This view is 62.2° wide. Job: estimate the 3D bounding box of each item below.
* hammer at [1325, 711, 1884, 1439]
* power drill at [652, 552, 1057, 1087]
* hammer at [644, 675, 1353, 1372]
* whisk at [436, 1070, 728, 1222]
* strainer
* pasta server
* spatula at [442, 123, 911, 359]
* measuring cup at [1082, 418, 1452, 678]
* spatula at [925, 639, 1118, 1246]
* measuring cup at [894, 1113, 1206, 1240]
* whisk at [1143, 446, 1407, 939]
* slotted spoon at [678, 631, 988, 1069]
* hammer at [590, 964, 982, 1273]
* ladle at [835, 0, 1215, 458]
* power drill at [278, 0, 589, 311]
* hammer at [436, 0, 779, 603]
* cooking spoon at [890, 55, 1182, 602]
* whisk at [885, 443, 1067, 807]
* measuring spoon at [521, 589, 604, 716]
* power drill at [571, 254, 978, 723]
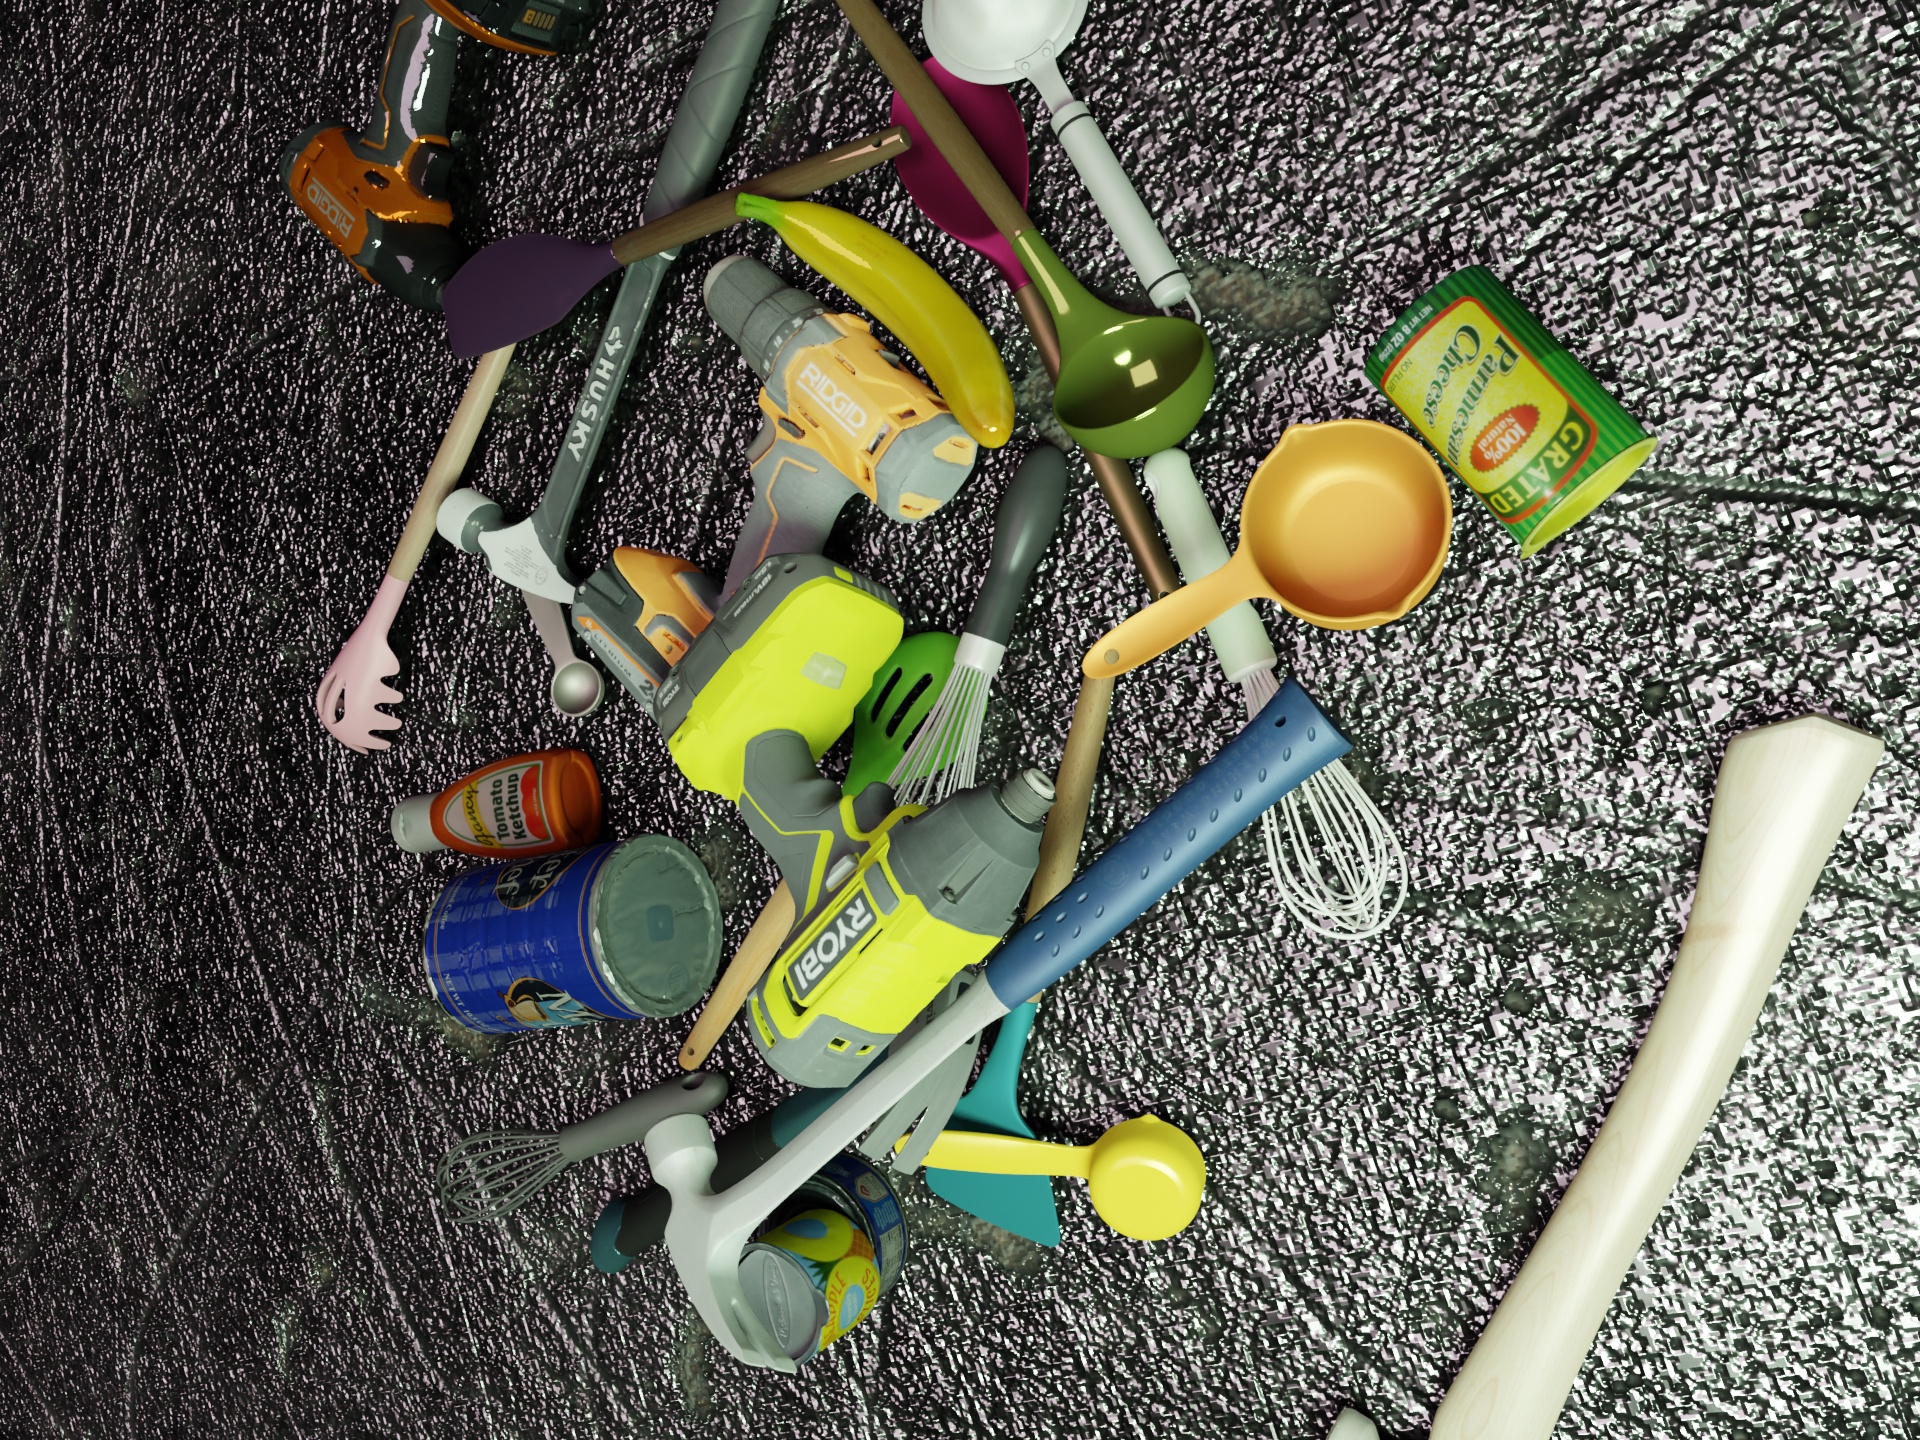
[{"bbox_3d":[0.288,0.194,0.665,0.146,0.038,0.410,26,106,25],"label":"hammer"},{"bbox_3d":[-0.052,0.031,0.733,0.171,0.080,0.223,-48,46,19],"label":"power drill"},{"bbox_3d":[0.012,0.133,0.723,0.405,0.035,0.144,-43,45,14],"label":"hammer"},{"bbox_3d":[-0.234,0.256,0.972,0.239,0.055,0.055,-25,81,24],"label":"whisk"},{"bbox_3d":[0.050,-0.297,0.765,0.087,0.050,0.258,-30,82,14],"label":"strainer"},{"bbox_3d":[-0.343,-0.115,1.017,0.060,0.040,0.316,36,107,23],"label":"pasta server"},{"bbox_3d":[-0.166,-0.265,0.865,0.316,0.018,0.060,-11,90,27],"label":"spatula"},{"bbox_3d":[0.135,-0.062,0.706,0.173,0.052,0.095,-30,77,15],"label":"measuring cup"},{"bbox_3d":[0.042,0.115,0.811,0.082,0.044,0.317,16,97,28],"label":"spatula"},{"bbox_3d":[0.042,0.223,0.784,0.156,0.029,0.062,3,108,9],"label":"measuring cup"},{"bbox_3d":[0.139,-0.016,0.734,0.059,0.057,0.246,-20,79,-5],"label":"whisk"},{"bbox_3d":[-0.082,0.082,0.878,0.070,0.031,0.313,41,114,18],"label":"slotted spoon"},{"bbox_3d":[-0.103,0.227,0.872,0.331,0.033,0.128,-39,31,33],"label":"hammer"},{"bbox_3d":[0.015,-0.256,0.760,0.078,0.062,0.320,-34,76,3],"label":"ladle"},{"bbox_3d":[-0.311,-0.362,0.948,0.164,0.084,0.226,45,118,19],"label":"power drill"},{"bbox_3d":[-0.175,-0.253,0.899,0.149,0.036,0.409,32,108,20],"label":"hammer"},{"bbox_3d":[0.043,-0.191,0.787,0.069,0.017,0.319,-26,80,19],"label":"cooking spoon"},{"bbox_3d":[-0.002,-0.003,0.788,0.070,0.070,0.284,19,90,28],"label":"whisk"},{"bbox_3d":[-0.246,-0.057,0.972,0.034,0.018,0.124,-29,72,13],"label":"measuring spoon"},{"bbox_3d":[-0.116,-0.121,0.854,0.185,0.084,0.226,46,110,22],"label":"power drill"}]
